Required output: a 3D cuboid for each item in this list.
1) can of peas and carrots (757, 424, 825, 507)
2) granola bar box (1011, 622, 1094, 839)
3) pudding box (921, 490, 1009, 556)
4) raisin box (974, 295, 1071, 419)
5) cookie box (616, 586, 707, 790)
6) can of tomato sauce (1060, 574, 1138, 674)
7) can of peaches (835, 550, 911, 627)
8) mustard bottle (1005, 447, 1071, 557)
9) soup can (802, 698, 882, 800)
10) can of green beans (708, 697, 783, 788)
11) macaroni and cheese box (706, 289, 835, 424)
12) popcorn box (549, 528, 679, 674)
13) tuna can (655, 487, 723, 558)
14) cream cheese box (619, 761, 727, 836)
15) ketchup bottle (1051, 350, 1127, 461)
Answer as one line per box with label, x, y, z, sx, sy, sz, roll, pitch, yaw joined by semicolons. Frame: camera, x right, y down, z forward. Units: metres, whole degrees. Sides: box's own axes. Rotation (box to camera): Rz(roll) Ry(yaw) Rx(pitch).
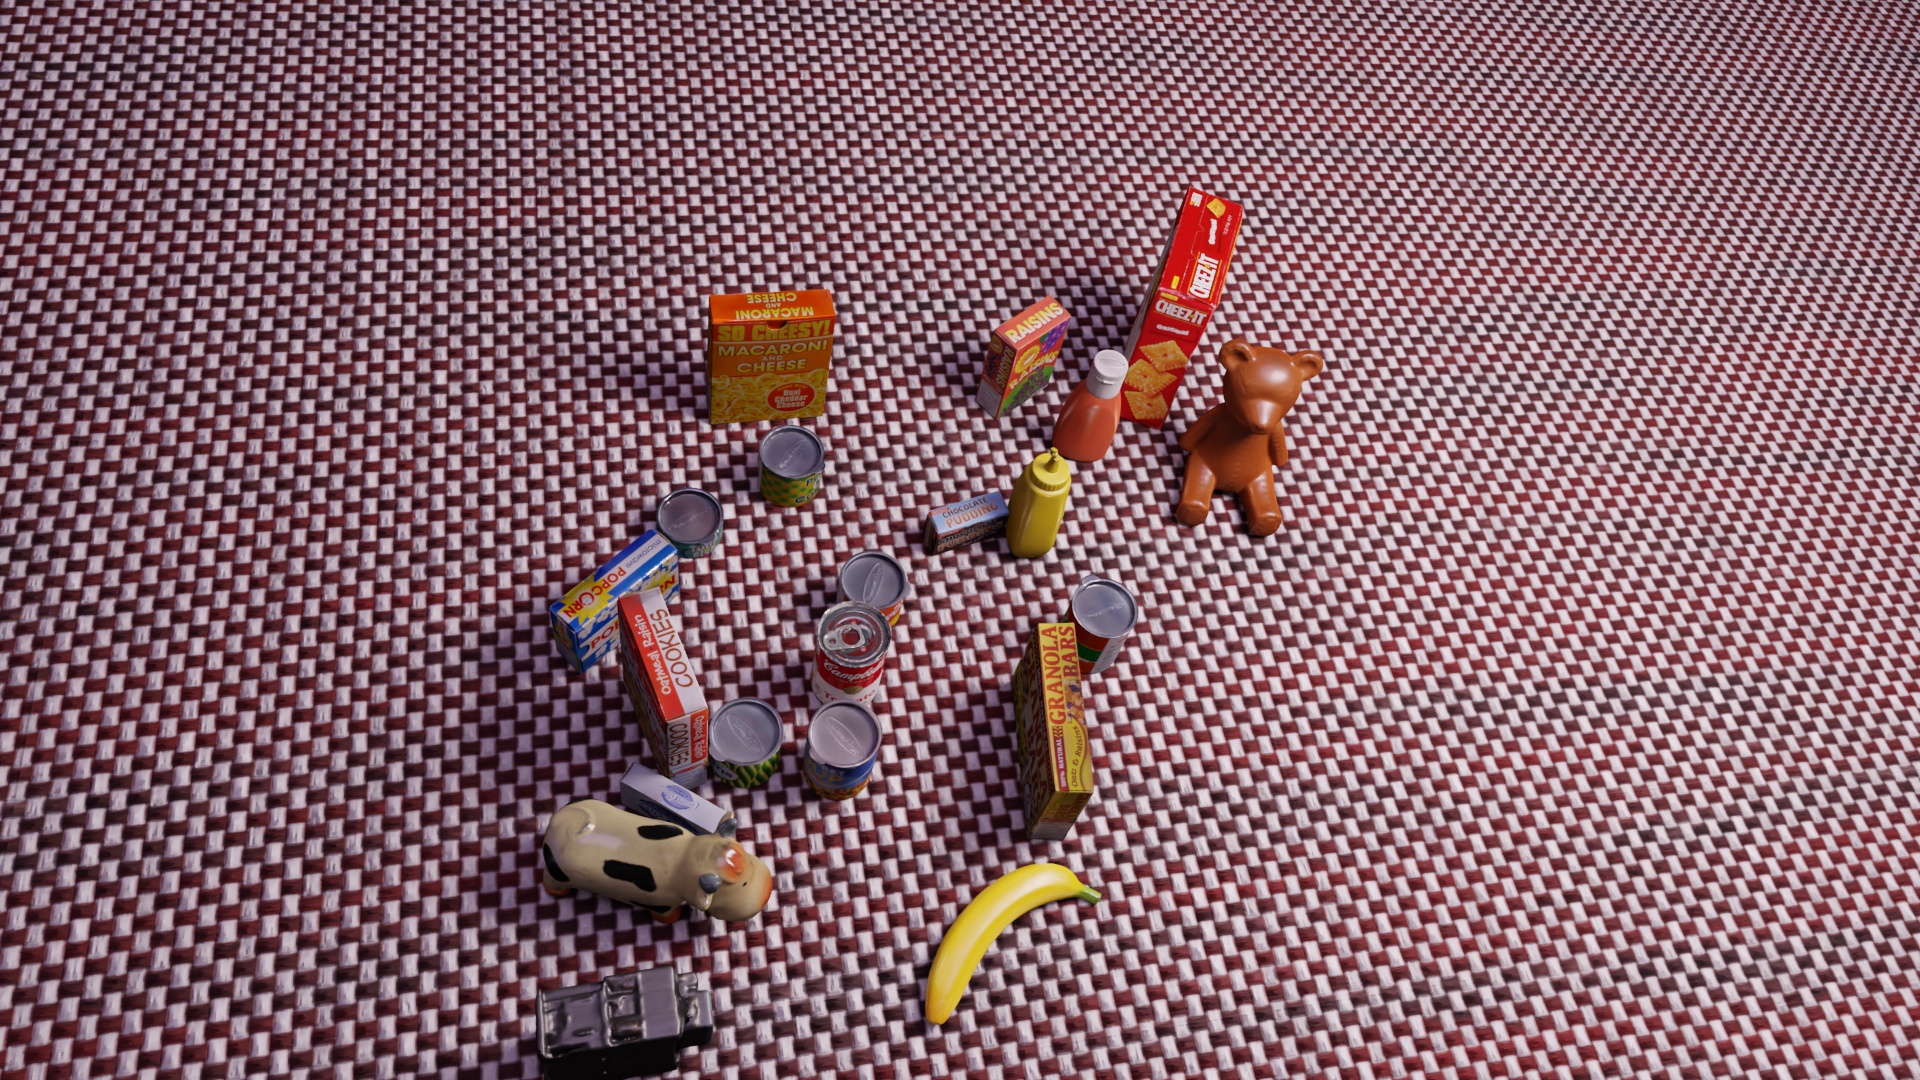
can of peas and carrots;-0.173;-0.075;1.429;0.071;0.058;0.071;5;58;-8
granola bar box;0.082;0.177;1.281;0.039;0.123;0.166;2;58;-10
pudding box;0.005;-0.018;1.433;0.084;0.049;0.030;-17;63;-20
raisin box;0.067;-0.199;1.515;0.086;0.122;0.040;-35;71;-27
cookie box;-0.261;0.135;1.215;0.040;0.166;0.123;-18;64;-21
can of tomato sauce;0.132;0.084;1.374;0.071;0.082;0.071;5;58;-8
can of peaches;-0.086;0.053;1.365;0.071;0.057;0.071;5;58;-8
mustard bottle;0.081;-0.043;1.398;0.049;0.159;0.065;-2;59;-12
soup can;-0.111;0.192;1.258;0.071;0.083;0.071;5;58;-8
can of green beans;-0.195;0.184;1.262;0.071;0.057;0.071;5;58;-8
macaroni and cheese box;-0.197;-0.187;1.430;0.124;0.165;0.040;-6;60;-14
popcorn box;-0.322;0.056;1.301;0.038;0.084;0.127;39;59;14
tuna can;-0.269;-0.015;1.388;0.071;0.032;0.071;5;58;-8
cream cheese box;-0.249;0.237;1.221;0.104;0.053;0.024;27;57;7
ketchup bottle;0.142;-0.142;1.479;0.065;0.148;0.044;9;57;-6
